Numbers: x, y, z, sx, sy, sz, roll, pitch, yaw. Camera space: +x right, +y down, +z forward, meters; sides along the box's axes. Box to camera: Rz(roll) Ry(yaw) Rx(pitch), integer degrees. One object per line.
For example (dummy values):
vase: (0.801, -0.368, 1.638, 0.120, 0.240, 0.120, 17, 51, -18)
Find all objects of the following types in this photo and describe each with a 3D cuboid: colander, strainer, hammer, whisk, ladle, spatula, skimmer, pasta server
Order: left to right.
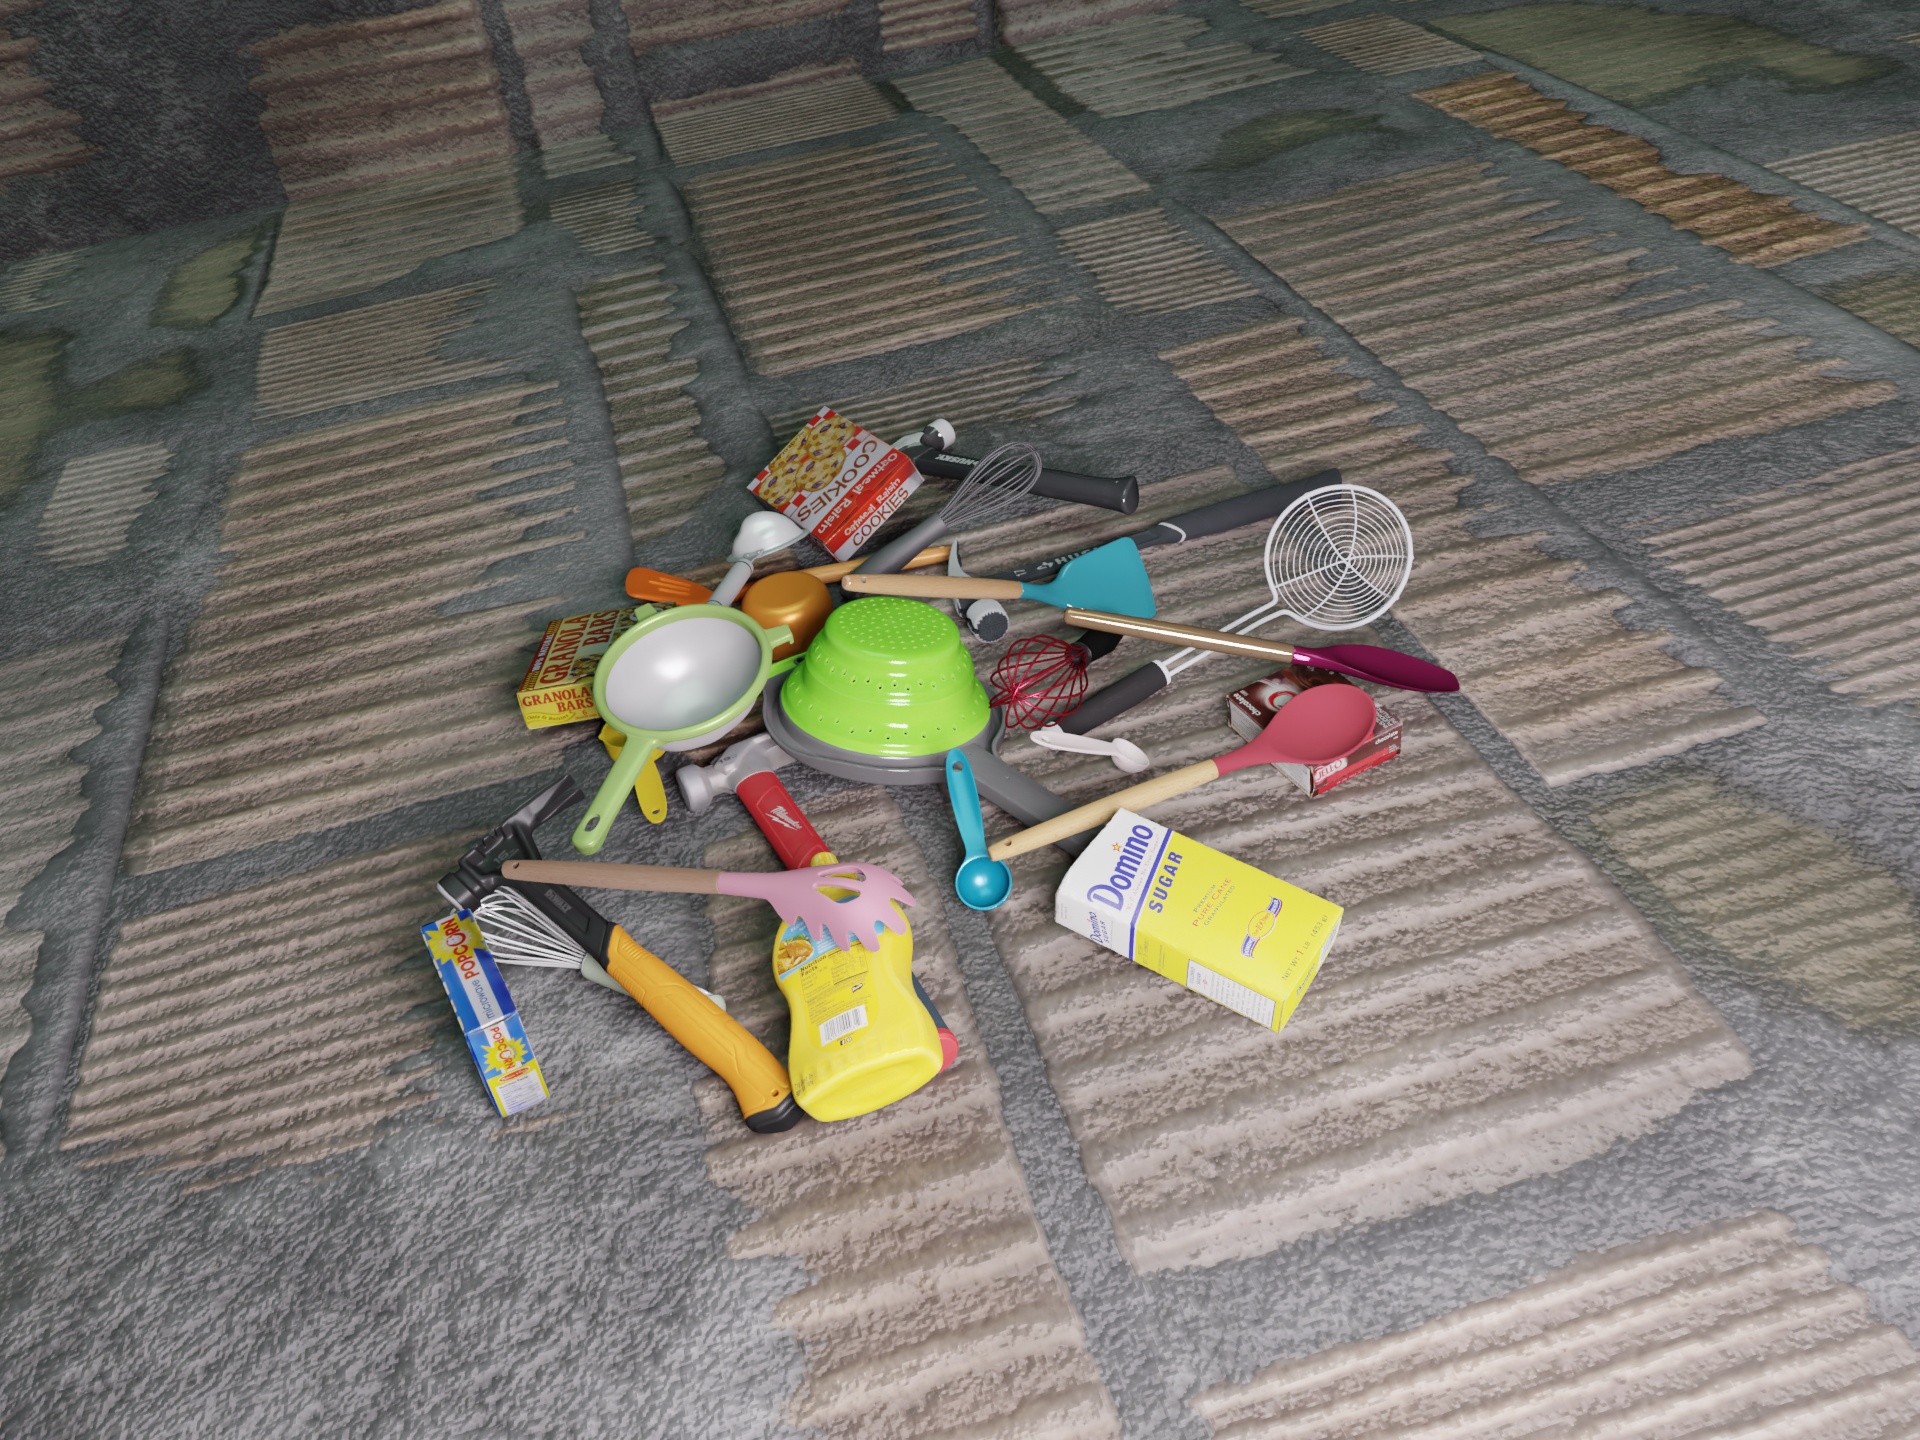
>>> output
whisk: (-0.274, 0.173, 1.160, 0.246, 0.059, 0.057, 16, 3, 24)
hammer: (-0.222, 0.167, 1.111, 0.337, 0.034, 0.127, 34, 68, 29)
strainer: (-0.241, 0.017, 1.294, 0.151, 0.069, 0.256, 9, 53, 19)
pasta server: (-0.181, 0.114, 1.082, 0.316, 0.040, 0.060, 1, 50, 25)
strainer: (-0.202, -0.148, 1.498, 0.087, 0.050, 0.259, -14, 25, 17)
spatula: (-0.163, -0.146, 1.556, 0.322, 0.041, 0.081, -10, 25, -3)
hammer: (-0.086, 0.120, 1.194, 0.143, 0.038, 0.387, -22, 39, -18)
whisk: (-0.019, -0.190, 1.527, 0.239, 0.055, 0.055, -36, 39, 2)
colander: (-0.002, -0.004, 1.264, 0.204, 0.094, 0.397, -23, 42, -40)
spatula: (0.035, -0.120, 1.374, 0.317, 0.044, 0.082, -2, 70, -39)
hammer: (0.043, -0.246, 1.617, 0.335, 0.035, 0.146, 18, 45, 41)
whisk: (0.091, -0.049, 1.292, 0.073, 0.073, 0.296, 6, 16, 20)
hammer: (0.181, -0.176, 1.525, 0.409, 0.036, 0.149, -17, 37, -10)
ladle: (0.166, 0.045, 1.182, 0.315, 0.031, 0.069, -20, 49, -11)
skimmer: (0.223, -0.082, 1.344, 0.363, 0.090, 0.127, -29, 73, -21)

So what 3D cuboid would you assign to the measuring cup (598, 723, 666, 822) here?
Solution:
measuring cup: (-0.265, 0.045, 1.342, 0.062, 0.029, 0.157, -17, 40, -9)

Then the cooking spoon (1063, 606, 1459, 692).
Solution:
cooking spoon: (0.240, -0.058, 1.276, 0.319, 0.017, 0.069, 10, 27, 2)

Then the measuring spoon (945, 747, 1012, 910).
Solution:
measuring spoon: (0.009, 0.082, 1.192, 0.042, 0.021, 0.129, -14, 69, 3)

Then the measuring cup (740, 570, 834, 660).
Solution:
measuring cup: (-0.128, -0.092, 1.466, 0.174, 0.052, 0.095, 16, 44, 33)

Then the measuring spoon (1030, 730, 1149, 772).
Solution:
measuring spoon: (0.098, 0.025, 1.245, 0.124, 0.018, 0.034, 10, 32, -39)
